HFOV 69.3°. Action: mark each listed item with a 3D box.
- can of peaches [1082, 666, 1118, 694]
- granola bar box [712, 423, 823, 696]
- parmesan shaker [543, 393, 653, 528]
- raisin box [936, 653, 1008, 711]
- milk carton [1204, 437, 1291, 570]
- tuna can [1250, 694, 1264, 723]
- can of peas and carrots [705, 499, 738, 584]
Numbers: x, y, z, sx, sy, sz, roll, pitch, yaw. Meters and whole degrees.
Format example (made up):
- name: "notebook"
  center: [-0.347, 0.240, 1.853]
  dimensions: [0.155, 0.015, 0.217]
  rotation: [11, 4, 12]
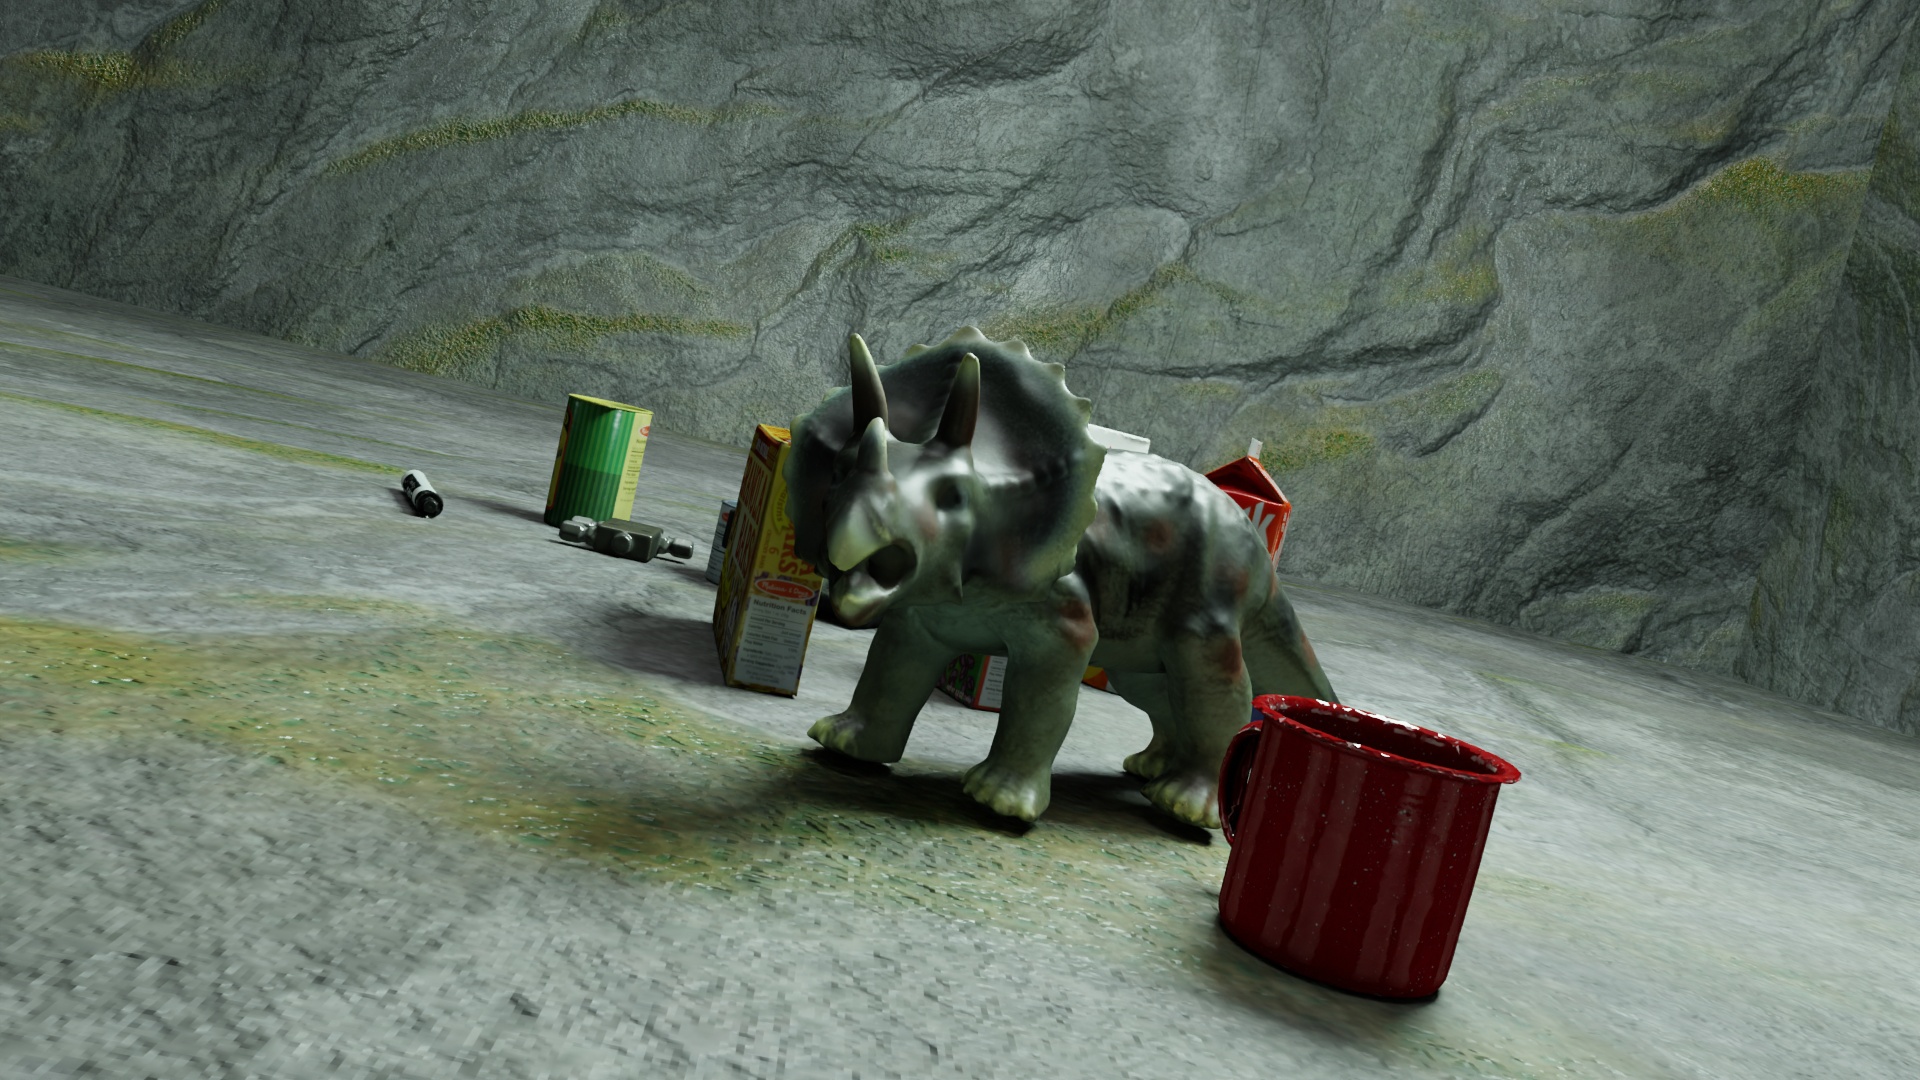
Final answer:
- name: "can of peaches"
  center: [0.116, 0.073, 0.954]
  dimensions: [0.071, 0.058, 0.071]
  rotation: [13, 4, -1]
- name: "granola bar box"
  center: [-0.102, 0.004, 0.757]
  dimensions: [0.039, 0.124, 0.165]
  rotation: [12, 5, -14]
- name: "parmesan shaker"
  center: [-0.287, -0.058, 1.096]
  dimensions: [0.071, 0.103, 0.071]
  rotation: [13, 4, -1]
- name: "raisin box"
  center: [0.018, 0.029, 0.803]
  dimensions: [0.040, 0.123, 0.086]
  rotation: [11, 5, -28]
- name: "milk carton"
  center: [0.198, 0.017, 1.040]
  dimensions: [0.073, 0.190, 0.072]
  rotation: [15, 4, 16]
- name: "tuna can"
  center: [0.189, 0.108, 0.902]
  dimensions: [0.071, 0.033, 0.071]
  rotation: [13, 5, -1]
- name: "can of peas and carrots"
  center: [-0.145, 0.006, 1.009]
  dimensions: [0.071, 0.058, 0.071]
  rotation: [13, 4, -1]
